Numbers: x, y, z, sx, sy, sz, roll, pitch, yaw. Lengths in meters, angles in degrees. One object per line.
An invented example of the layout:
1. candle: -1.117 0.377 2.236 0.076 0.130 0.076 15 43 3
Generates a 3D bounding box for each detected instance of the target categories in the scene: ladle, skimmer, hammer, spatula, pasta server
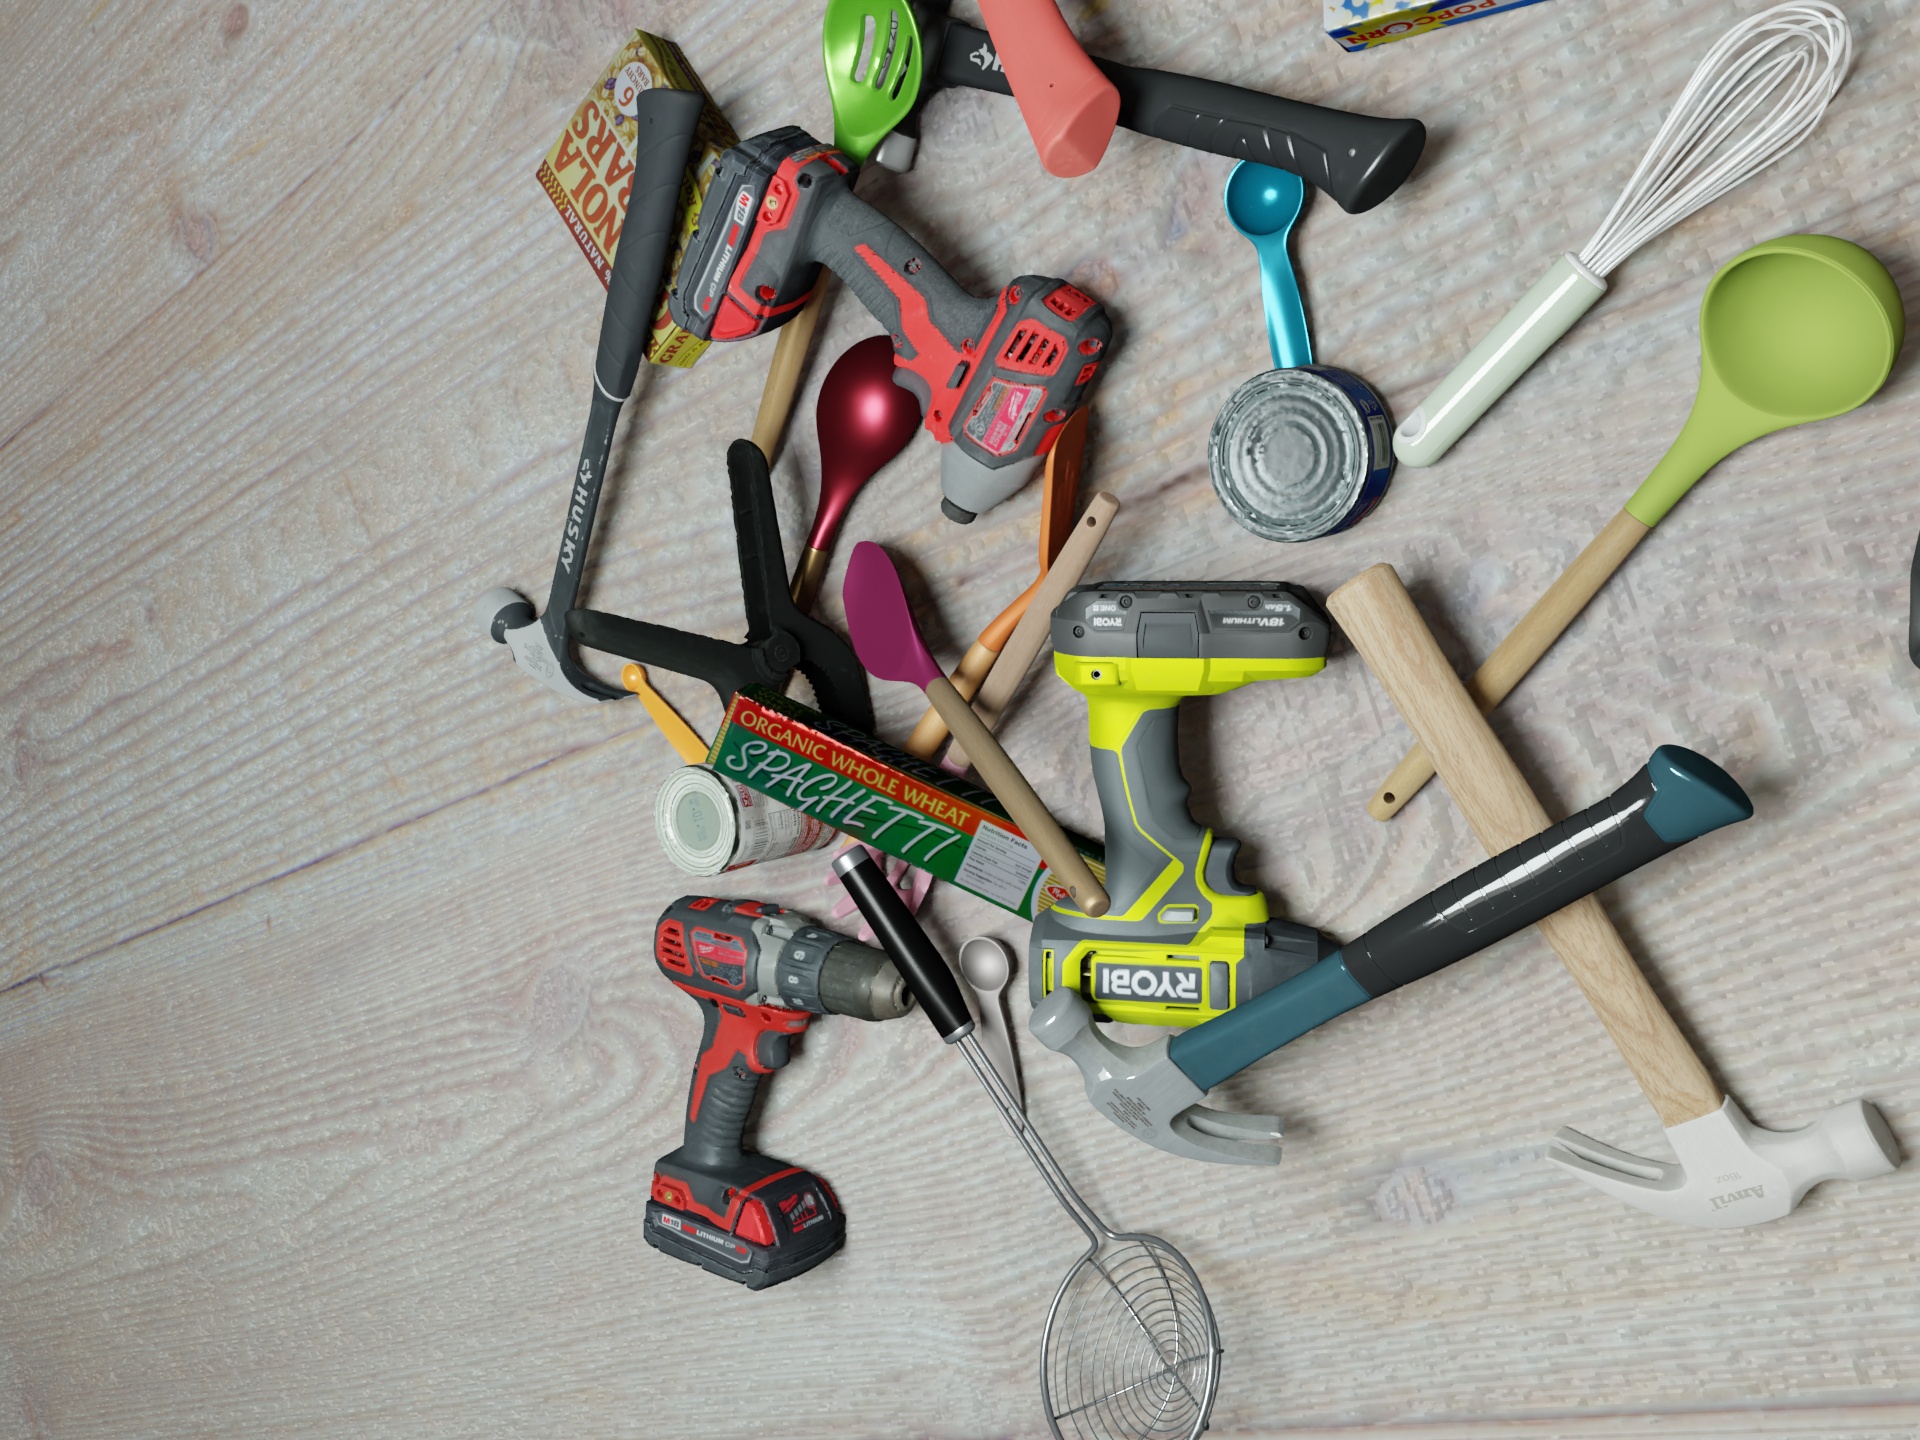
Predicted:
1. ladle: -0.096 -0.084 0.974 0.069 0.031 0.315 31 114 23
2. skimmer: 0.018 0.233 0.871 0.127 0.090 0.363 -38 82 34
3. hammer: 0.265 0.077 0.718 0.130 0.031 0.331 -36 81 35
4. hammer: 0.082 -0.321 0.800 0.335 0.035 0.146 30 111 35
5. hammer: -0.222 -0.194 1.003 0.149 0.036 0.408 39 123 29
6. hammer: -0.003 -0.426 0.817 0.149 0.036 0.359 -26 69 26
7. ladle: 0.277 -0.068 0.701 0.078 0.062 0.320 44 120 18
8. spatula: -0.003 -0.031 0.902 0.041 0.081 0.322 34 120 0
9. hammer: 0.190 0.107 0.717 0.331 0.033 0.128 -37 103 29
10. pasta server: 0.006 0.005 0.879 0.060 0.040 0.316 39 125 14

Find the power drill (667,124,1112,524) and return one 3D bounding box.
1. power drill: -0.039 -0.209 0.860 0.220 0.078 0.143 33 125 5

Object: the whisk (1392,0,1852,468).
1. whisk: 0.279 -0.202 0.693 0.246 0.059 0.058 -49 32 32

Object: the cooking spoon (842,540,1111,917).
1. cooking spoon: -0.001 -0.003 0.839 0.319 0.017 0.068 54 135 46

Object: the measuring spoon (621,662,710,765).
1. measuring spoon: -0.187 0.005 1.057 0.117 0.011 0.021 47 123 17

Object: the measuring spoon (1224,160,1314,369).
1. measuring spoon: 0.162 -0.217 0.790 0.042 0.021 0.128 -5 101 37

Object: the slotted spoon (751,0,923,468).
1. slotted spoon: -0.083 -0.267 0.914 0.070 0.031 0.313 36 125 20

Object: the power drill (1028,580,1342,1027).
1. power drill: 0.121 0.044 0.795 0.171 0.080 0.223 1 99 11

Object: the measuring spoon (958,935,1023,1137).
1. measuring spoon: 0.024 0.183 0.930 0.034 0.018 0.124 -4 100 35

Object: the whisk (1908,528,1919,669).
1. whisk: 0.396 -0.163 0.609 0.073 0.073 0.295 9 105 33

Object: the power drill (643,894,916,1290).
1. power drill: -0.113 0.229 0.992 0.188 0.080 0.226 8 97 33
